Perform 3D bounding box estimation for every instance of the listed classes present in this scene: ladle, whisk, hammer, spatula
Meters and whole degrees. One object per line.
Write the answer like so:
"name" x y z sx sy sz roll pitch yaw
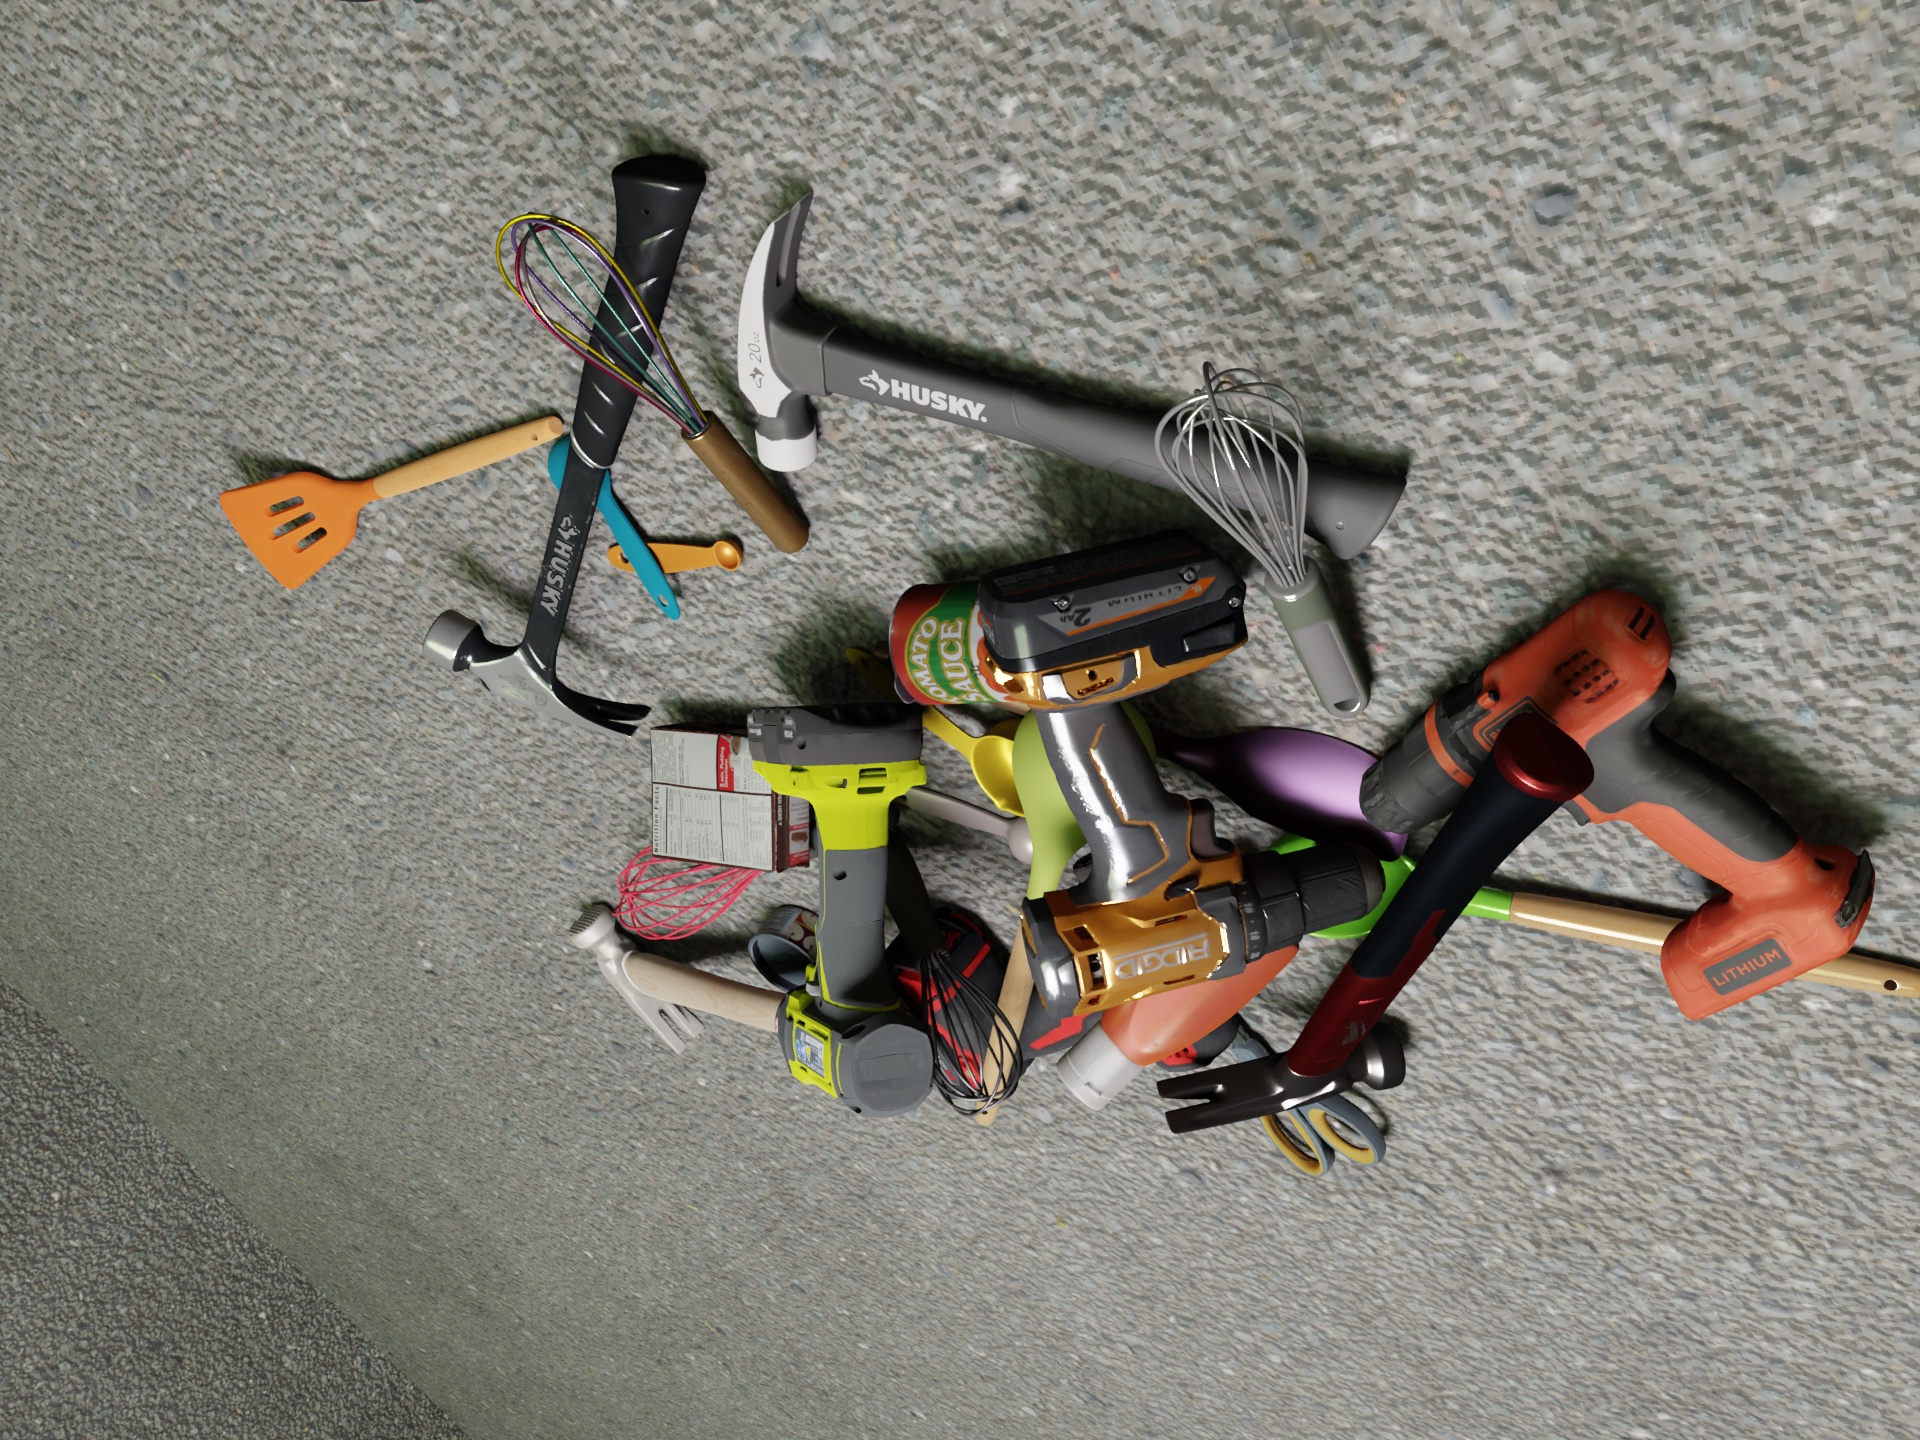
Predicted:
"ladle" 0.045 0.119 0.916 0.078 0.062 0.320 23 128 16
"whisk" 0.142 -0.066 0.690 0.058 0.059 0.246 -18 144 18
"hammer" 0.195 0.115 0.768 0.143 0.038 0.386 -10 150 -10
"whisk" -0.147 0.098 1.097 0.296 0.073 0.073 -21 115 40
"spatula" 0.091 0.004 0.866 0.316 0.018 0.059 18 116 22
"hammer" -0.209 -0.139 0.904 0.149 0.036 0.408 28 134 -2
"hammer" 0.042 -0.145 0.746 0.335 0.035 0.146 19 138 19
"whisk" -0.017 0.141 0.954 0.055 0.239 0.055 -10 128 -14
"whisk" -0.150 -0.165 0.813 0.244 0.047 0.051 50 -178 -46
"spatula" -0.366 -0.151 1.028 0.323 0.041 0.081 -8 123 39
"hammer" -0.152 0.211 1.158 0.411 0.038 0.146 -1 130 53

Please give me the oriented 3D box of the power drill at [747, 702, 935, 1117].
"power drill" -0.074 0.102 0.926 0.171 0.080 0.223 -179 87 -67

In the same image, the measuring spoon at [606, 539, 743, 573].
"measuring spoon" -0.173 -0.101 0.964 0.117 0.011 0.021 3 123 38

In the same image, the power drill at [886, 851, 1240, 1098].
"power drill" 0.054 0.160 0.996 0.219 0.078 0.143 -20 108 41

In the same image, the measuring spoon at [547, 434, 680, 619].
"measuring spoon" -0.210 -0.111 0.959 0.042 0.021 0.128 -14 113 45

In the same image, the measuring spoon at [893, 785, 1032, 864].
"measuring spoon" 0.003 0.064 0.988 0.124 0.018 0.034 18 137 23

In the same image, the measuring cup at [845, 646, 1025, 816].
"measuring cup" -0.001 -0.003 0.929 0.157 0.029 0.062 37 142 18

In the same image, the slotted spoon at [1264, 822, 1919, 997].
"slotted spoon" 0.305 0.101 0.801 0.314 0.031 0.070 9 115 26

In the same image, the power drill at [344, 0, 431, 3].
"power drill" -0.240 -0.418 0.656 0.188 0.080 0.226 8 135 30

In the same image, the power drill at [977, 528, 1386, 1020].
"power drill" 0.109 0.026 0.777 0.185 0.084 0.226 -13 109 -5
